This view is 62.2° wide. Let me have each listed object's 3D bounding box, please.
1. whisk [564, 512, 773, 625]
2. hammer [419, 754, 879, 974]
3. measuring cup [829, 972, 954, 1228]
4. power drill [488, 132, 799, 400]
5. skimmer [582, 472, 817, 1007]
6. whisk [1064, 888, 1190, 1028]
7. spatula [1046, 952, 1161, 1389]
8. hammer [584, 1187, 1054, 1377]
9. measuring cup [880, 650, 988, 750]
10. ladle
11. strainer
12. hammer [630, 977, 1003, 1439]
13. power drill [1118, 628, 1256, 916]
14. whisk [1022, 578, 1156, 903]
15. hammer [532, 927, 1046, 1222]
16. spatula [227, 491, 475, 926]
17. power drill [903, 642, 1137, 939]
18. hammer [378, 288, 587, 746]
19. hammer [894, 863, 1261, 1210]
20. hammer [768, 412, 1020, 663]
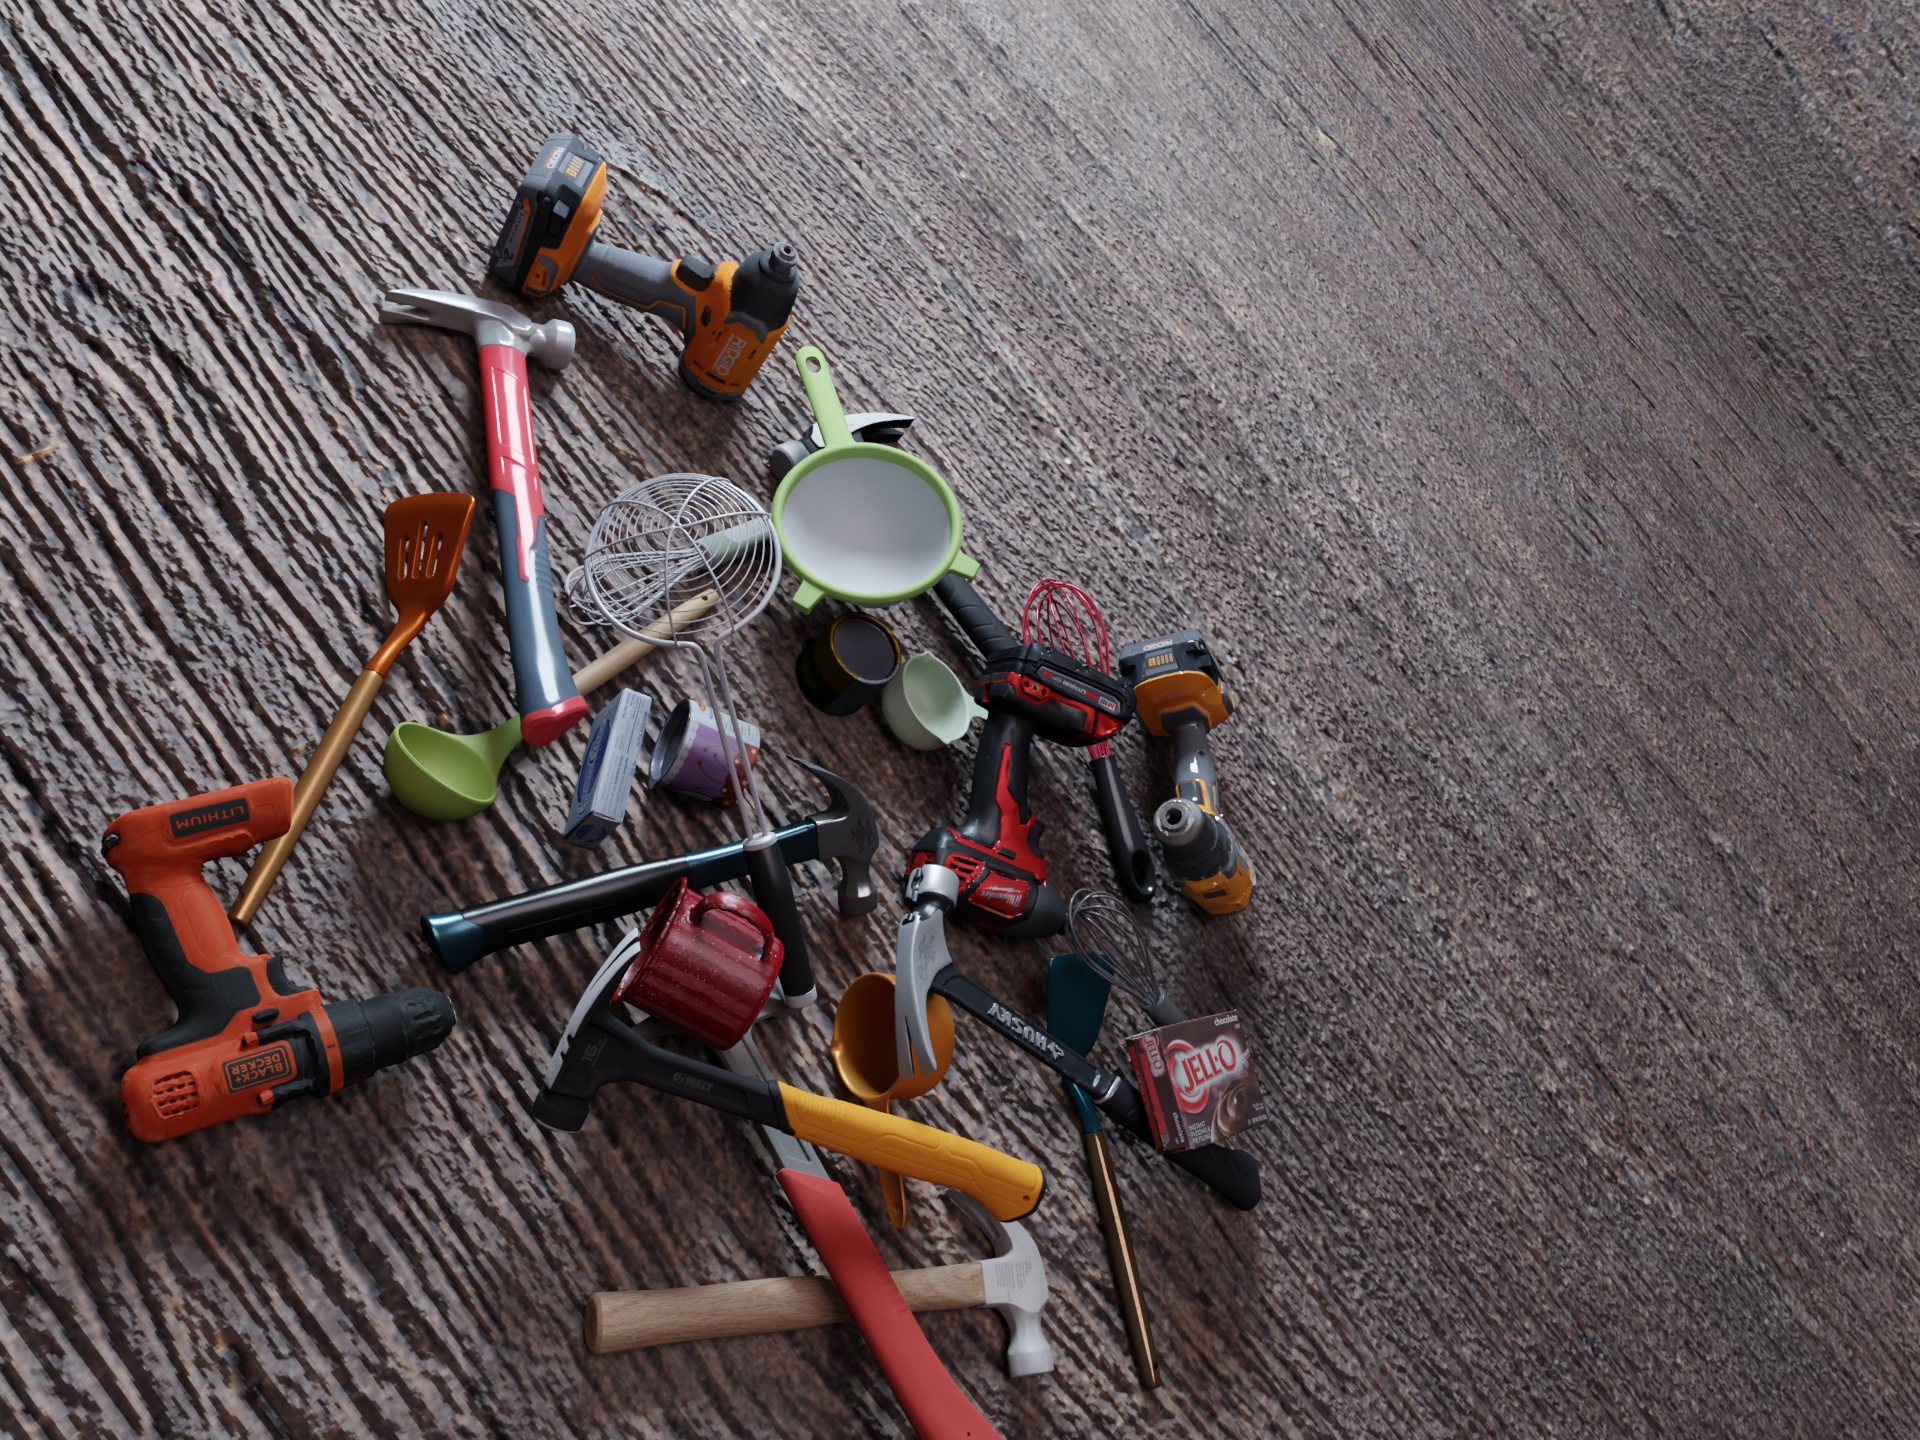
[{"bbox_3d":[-0.207,-0.126,1.232,0.058,0.059,0.246,35,40,23],"label":"whisk"},{"bbox_3d":[-0.201,0.110,1.089,0.331,0.033,0.128,-14,111,-33],"label":"hammer"},{"bbox_3d":[-0.038,0.262,1.108,0.052,0.095,0.174,9,63,-41],"label":"measuring cup"},{"bbox_3d":[-0.240,-0.362,1.259,0.226,0.164,0.084,27,53,-18],"label":"power drill"},{"bbox_3d":[-0.153,0.017,1.069,0.127,0.090,0.363,-16,107,-11],"label":"skimmer"},{"bbox_3d":[0.152,0.218,1.257,0.238,0.055,0.055,52,45,-28],"label":"whisk"},{"bbox_3d":[0.114,0.336,1.202,0.082,0.044,0.318,9,61,-47],"label":"spatula"},{"bbox_3d":[-0.084,0.379,1.048,0.331,0.031,0.130,7,62,-32],"label":"hammer"},{"bbox_3d":[-0.002,-0.004,1.320,0.167,0.038,0.083,15,55,-48],"label":"measuring cup"},{"bbox_3d":[-0.273,-0.027,1.124,0.078,0.062,0.320,43,46,5],"label":"ladle"},{"bbox_3d":[-0.093,-0.188,1.293,0.151,0.069,0.257,-13,64,-15],"label":"strainer"},{"bbox_3d":[-0.088,0.332,1.025,0.149,0.036,0.359,-15,64,-40],"label":"hammer"},{"bbox_3d":[0.191,0.038,1.348,0.185,0.084,0.226,45,35,-59],"label":"power drill"},{"bbox_3d":[0.117,0.014,1.374,0.073,0.073,0.296,-8,77,-37],"label":"whisk"},{"bbox_3d":[-0.089,0.245,1.008,0.336,0.034,0.127,24,97,-20],"label":"hammer"},{"bbox_3d":[-0.399,-0.015,1.034,0.041,0.081,0.323,59,39,-47],"label":"spatula"},{"bbox_3d":[0.053,0.062,1.255,0.143,0.078,0.220,25,76,-22],"label":"power drill"},{"bbox_3d":[-0.329,-0.154,1.130,0.143,0.038,0.387,6,54,-31],"label":"hammer"},{"bbox_3d":[0.096,0.267,1.166,0.408,0.036,0.149,39,43,-31],"label":"hammer"},{"bbox_3d":[-0.012,-0.125,1.357,0.146,0.035,0.335,-33,82,-41],"label":"hammer"}]
